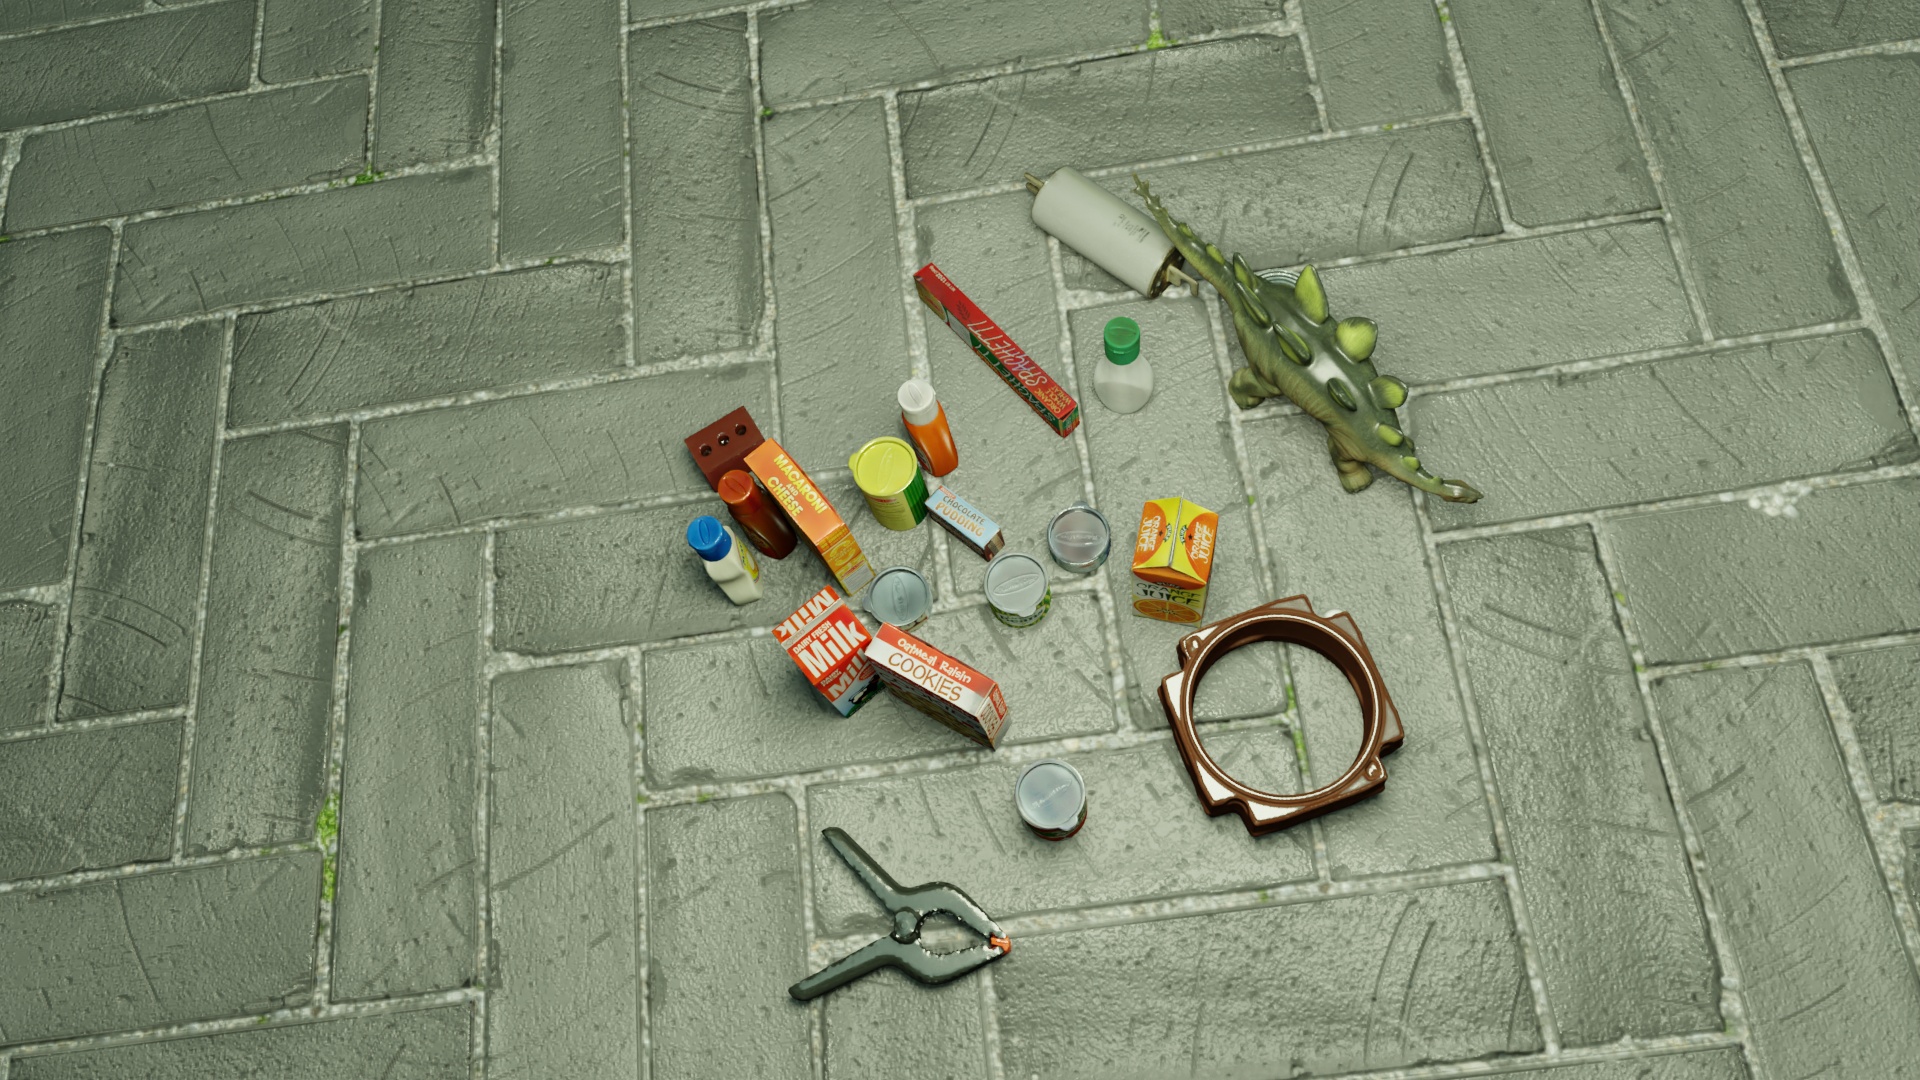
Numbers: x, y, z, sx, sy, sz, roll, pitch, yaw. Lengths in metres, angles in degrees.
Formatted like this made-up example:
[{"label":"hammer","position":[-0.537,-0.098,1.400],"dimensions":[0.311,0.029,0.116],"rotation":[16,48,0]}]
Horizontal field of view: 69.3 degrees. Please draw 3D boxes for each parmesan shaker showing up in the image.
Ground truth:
[{"label":"parmesan shaker","position":[-0.073,-0.059,1.459],"dimensions":[0.071,0.102,0.071],"rotation":[-2,70,6]}]

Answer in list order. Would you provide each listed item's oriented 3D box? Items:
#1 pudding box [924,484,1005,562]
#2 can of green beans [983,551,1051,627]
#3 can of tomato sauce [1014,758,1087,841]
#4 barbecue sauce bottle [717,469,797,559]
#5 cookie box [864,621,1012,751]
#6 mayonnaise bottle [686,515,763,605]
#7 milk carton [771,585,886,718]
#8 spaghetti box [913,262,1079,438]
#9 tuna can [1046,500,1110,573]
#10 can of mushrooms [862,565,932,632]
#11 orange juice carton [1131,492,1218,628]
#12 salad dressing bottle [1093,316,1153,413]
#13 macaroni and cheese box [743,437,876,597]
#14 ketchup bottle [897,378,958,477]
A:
[{"label":"pudding box","position":[0.005,-0.018,1.462],"dimensions":[0.084,0.049,0.030],"rotation":[37,79,18]},{"label":"can of green beans","position":[0.059,0.051,1.425],"dimensions":[0.071,0.057,0.071],"rotation":[-2,69,6]},{"label":"can of tomato sauce","position":[0.090,0.251,1.332],"dimensions":[0.071,0.083,0.071],"rotation":[-2,70,6]},{"label":"barbecue sauce bottle","position":[-0.213,-0.029,1.441],"dimensions":[0.065,0.148,0.044],"rotation":[37,79,18]},{"label":"cookie box","position":[-0.018,0.143,1.341],"dimensions":[0.123,0.167,0.040],"rotation":[27,76,16]},{"label":"mayonnaise bottle","position":[-0.242,0.017,1.427],"dimensions":[0.041,0.147,0.065],"rotation":[-18,69,1]},{"label":"milk carton","position":[-0.124,0.106,1.356],"dimensions":[0.072,0.190,0.073],"rotation":[-39,70,-7]},{"label":"spaghetti box","position":[0.039,-0.210,1.530],"dimensions":[0.029,0.050,0.250],"rotation":[-40,70,-8]},{"label":"tuna can","position":[0.124,-0.003,1.450],"dimensions":[0.071,0.032,0.071],"rotation":[-2,69,6]},{"label":"can of mushrooms","position":[-0.065,0.063,1.449],"dimensions":[0.071,0.033,0.071],"rotation":[-2,69,6]},{"label":"orange juice carton","position":[0.207,0.019,1.346],"dimensions":[0.073,0.192,0.072],"rotation":[11,72,11]},{"label":"salad dressing bottle","position":[0.170,-0.182,1.451],"dimensions":[0.064,0.147,0.044],"rotation":[9,72,11]},{"label":"macaroni and cheese box","position":[-0.151,-0.022,1.421],"dimensions":[0.040,0.166,0.124],"rotation":[-39,70,-7]},{"label":"ketchup bottle","position":[-0.035,-0.121,1.453],"dimensions":[0.043,0.148,0.065],"rotation":[-28,69,-3]}]
